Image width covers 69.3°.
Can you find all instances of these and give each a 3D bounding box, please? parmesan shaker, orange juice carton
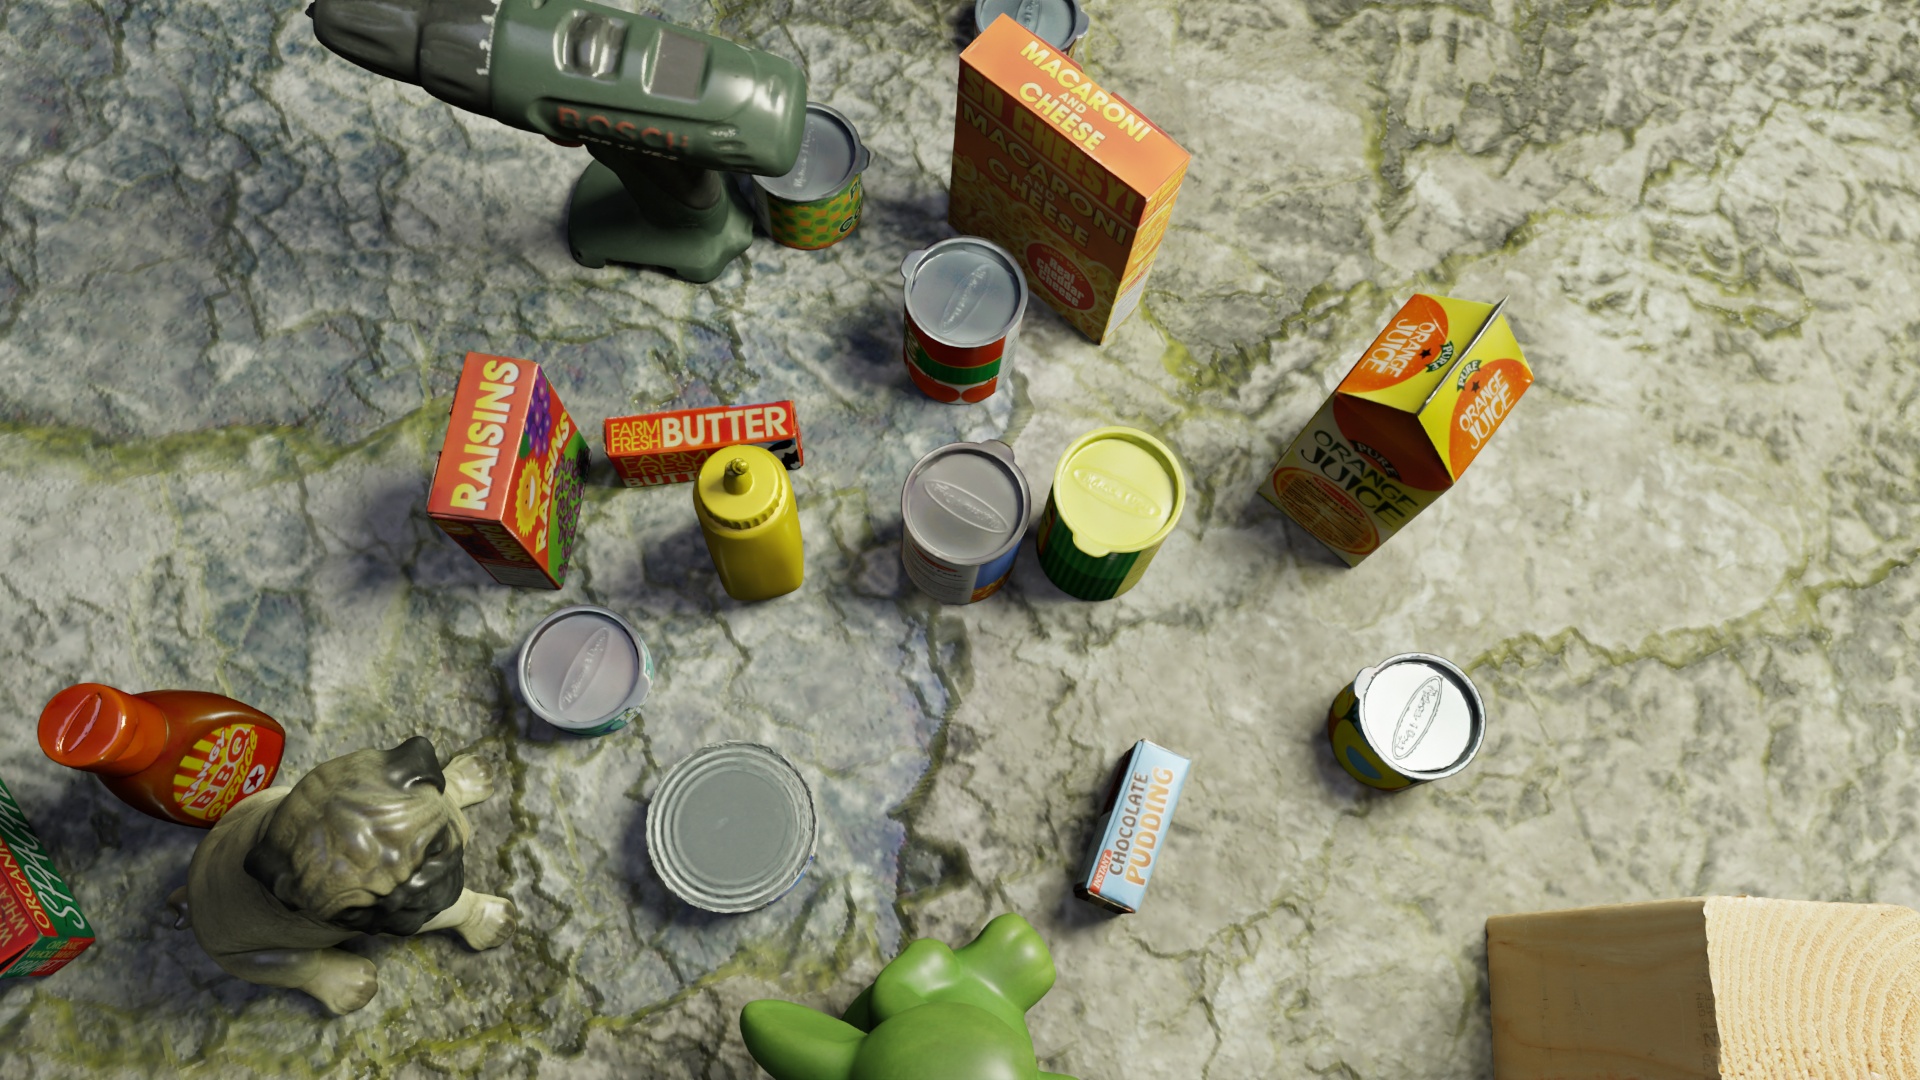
[{"bbox_3d":[0.075,-0.009,0.736,0.071,0.102,0.071,1,73,-3],"label":"parmesan shaker"},{"bbox_3d":[0.223,-0.058,0.712,0.073,0.192,0.072,40,75,9],"label":"orange juice carton"}]

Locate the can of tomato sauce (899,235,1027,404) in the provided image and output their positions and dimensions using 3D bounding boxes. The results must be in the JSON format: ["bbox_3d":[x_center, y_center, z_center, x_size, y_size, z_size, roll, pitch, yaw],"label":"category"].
[{"bbox_3d":[-0.001,-0.122,0.778,0.071,0.083,0.071,1,73,-3],"label":"can of tomato sauce"}]

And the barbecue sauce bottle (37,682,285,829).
[{"bbox_3d":[-0.374,0.098,0.654,0.044,0.148,0.065,23,73,4],"label":"barbecue sauce bottle"}]

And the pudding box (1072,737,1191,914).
[{"bbox_3d":[0.088,0.147,0.715,0.030,0.049,0.084,22,73,4],"label":"pudding box"}]

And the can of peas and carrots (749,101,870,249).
[{"bbox_3d":[-0.088,-0.213,0.815,0.071,0.058,0.071,1,73,-3],"label":"can of peas and carrots"}]

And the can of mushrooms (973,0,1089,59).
[{"bbox_3d":[0.043,-0.319,0.868,0.071,0.033,0.071,1,73,-3],"label":"can of mushrooms"}]

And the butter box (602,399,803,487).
[{"bbox_3d":[-0.140,-0.053,0.764,0.103,0.053,0.024,-6,73,-5],"label":"butter box"}]

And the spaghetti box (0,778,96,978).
[{"bbox_3d":[-0.517,0.109,0.695,0.029,0.050,0.250,-37,78,-13],"label":"spaghetti box"}]

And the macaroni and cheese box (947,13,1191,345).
[{"bbox_3d":[0.053,-0.191,0.759,0.124,0.166,0.040,40,75,9],"label":"macaroni and cheese box"}]

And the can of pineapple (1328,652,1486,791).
[{"bbox_3d":[0.233,0.095,0.735,0.071,0.057,0.071,1,73,-3],"label":"can of pineapple"}]

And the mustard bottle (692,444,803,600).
[{"bbox_3d":[-0.107,-0.015,0.698,0.049,0.159,0.065,-10,74,-6],"label":"mustard bottle"}]

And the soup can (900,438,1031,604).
[{"bbox_3d":[0.003,-0.009,0.742,0.071,0.083,0.071,1,73,-3],"label":"soup can"}]

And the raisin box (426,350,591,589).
[{"bbox_3d":[-0.229,-0.032,0.716,0.040,0.123,0.086,8,73,0],"label":"raisin box"}]

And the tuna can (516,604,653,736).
[{"bbox_3d":[-0.195,0.070,0.733,0.071,0.032,0.071,1,73,-3],"label":"tuna can"}]
